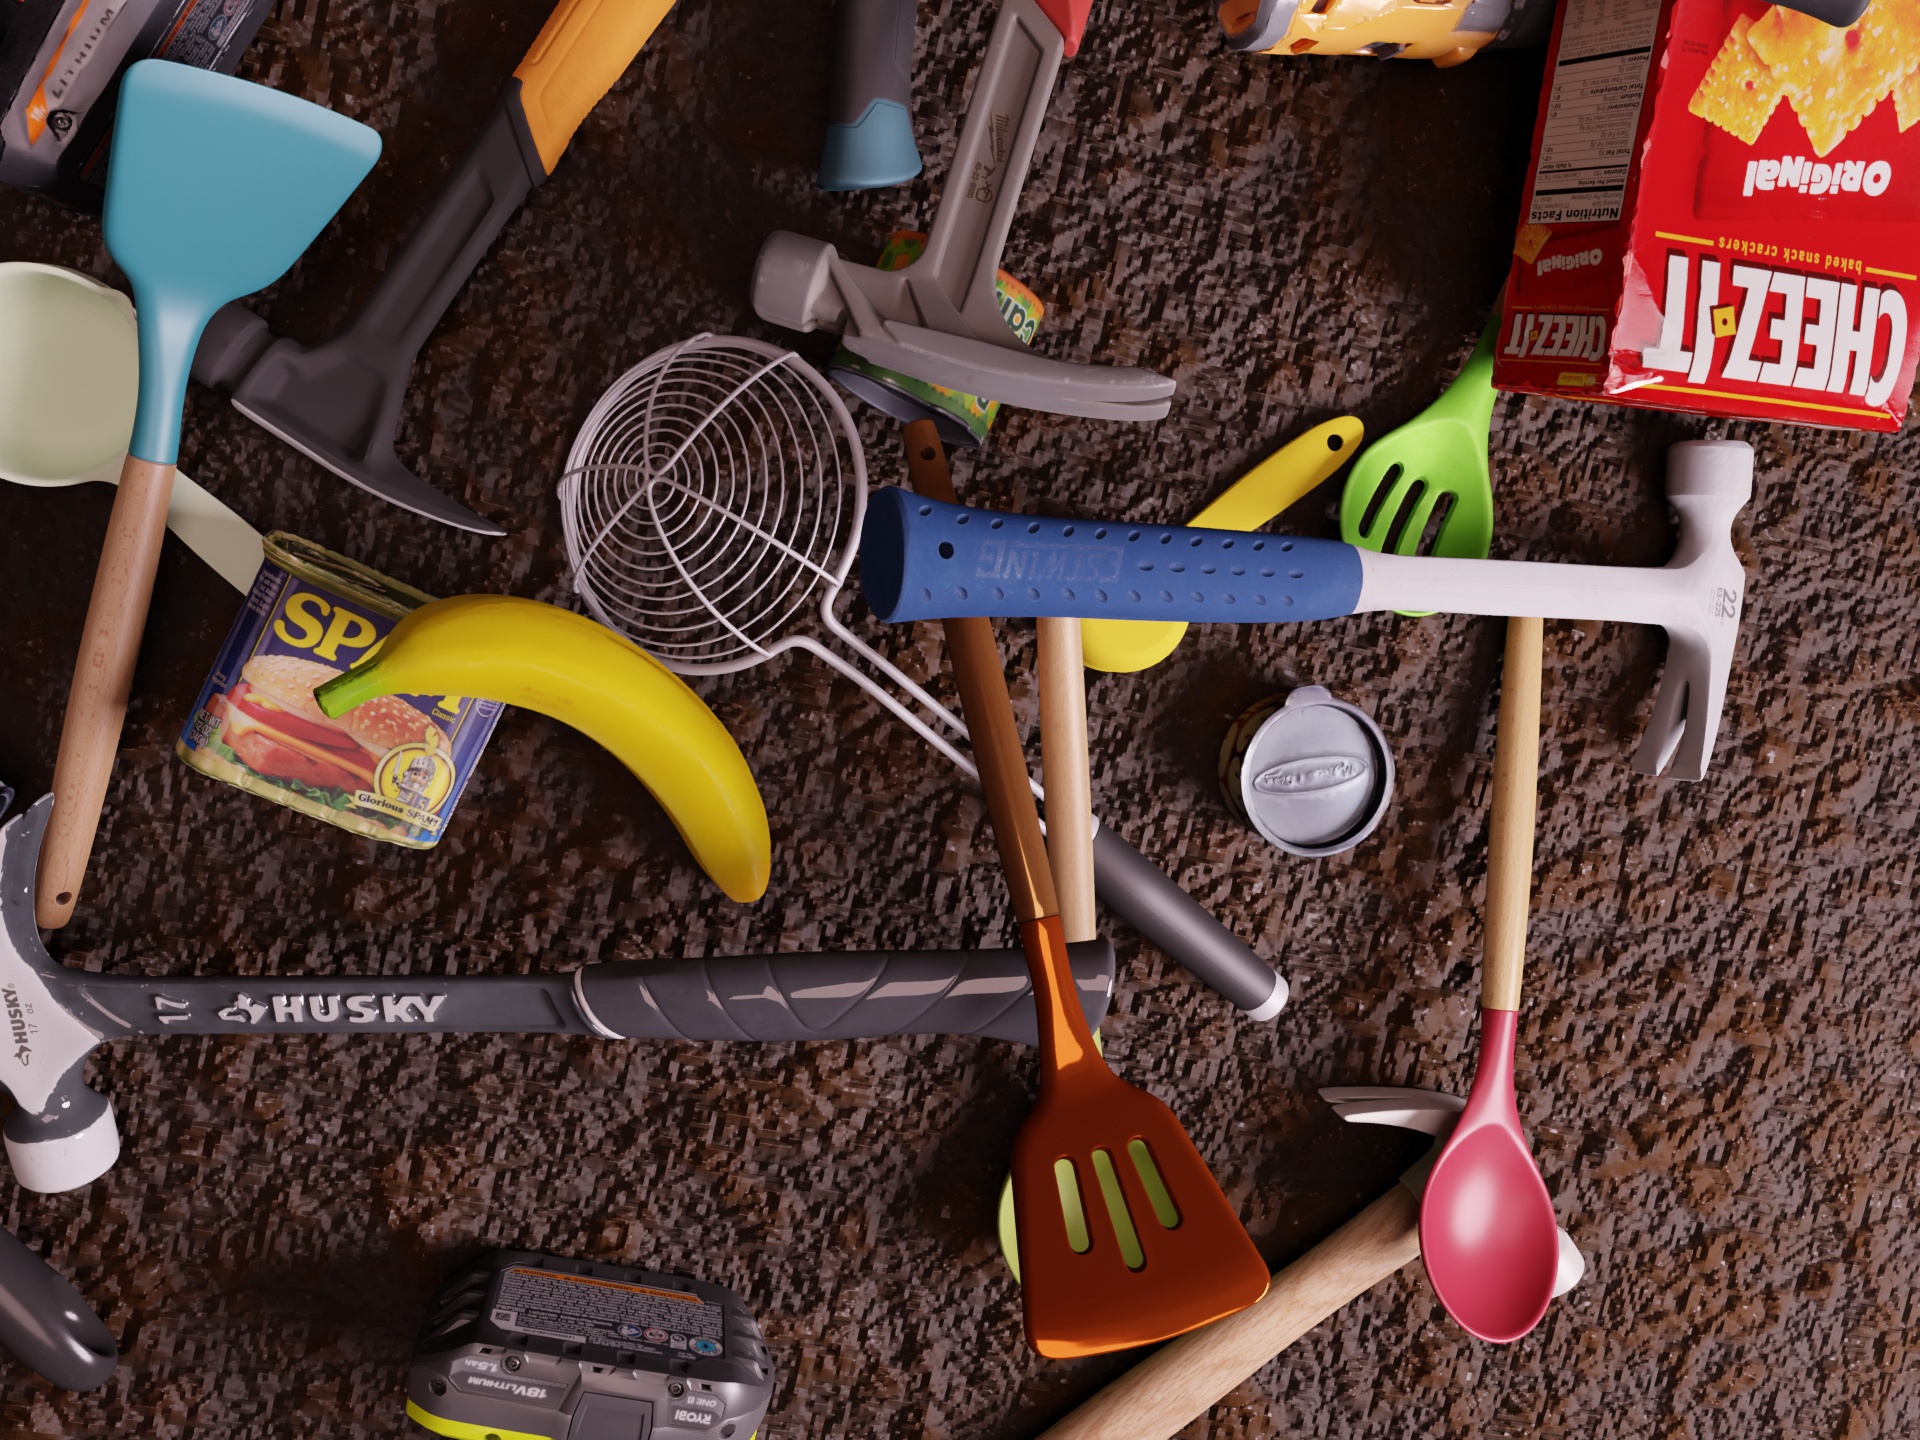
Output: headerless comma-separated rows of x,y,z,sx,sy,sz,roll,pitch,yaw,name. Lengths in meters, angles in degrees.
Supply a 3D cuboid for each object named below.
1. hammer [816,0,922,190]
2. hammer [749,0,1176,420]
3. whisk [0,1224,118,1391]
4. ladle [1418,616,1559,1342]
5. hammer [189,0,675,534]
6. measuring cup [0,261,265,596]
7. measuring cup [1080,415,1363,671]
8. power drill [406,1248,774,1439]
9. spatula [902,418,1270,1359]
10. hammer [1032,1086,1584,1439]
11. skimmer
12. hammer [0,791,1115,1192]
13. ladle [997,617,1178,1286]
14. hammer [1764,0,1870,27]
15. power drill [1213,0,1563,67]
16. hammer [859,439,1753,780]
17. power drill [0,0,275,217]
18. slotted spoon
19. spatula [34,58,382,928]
-0.021,-0.362,0.579,0.128,0.033,0.331,-5,104,-43,hammer
0.047,-0.287,0.573,0.149,0.036,0.359,16,81,4,hammer
-0.412,0.138,0.571,0.073,0.073,0.295,-37,106,-4,whisk
0.227,0.095,0.667,0.069,0.031,0.315,8,84,-21,ladle
-0.141,-0.233,0.589,0.127,0.034,0.337,33,90,-10,hammer
-0.296,-0.094,0.583,0.083,0.038,0.167,-43,117,-2,measuring cup
0.105,-0.077,0.647,0.156,0.029,0.062,-37,100,-2,measuring cup
-0.178,0.334,0.620,0.190,0.080,0.228,14,96,-11,power drill
0.023,0.043,0.545,0.081,0.041,0.323,-12,79,-7,spatula
0.104,0.274,0.682,0.331,0.031,0.130,-33,100,-4,hammer
-0.001,-0.002,0.637,0.363,0.090,0.127,40,103,-21,skimmer
-0.149,0.096,0.573,0.409,0.036,0.149,-1,111,0,hammer
0.045,0.089,0.604,0.078,0.062,0.320,-5,112,-2,ladle
0.137,-0.286,0.535,0.335,0.035,0.146,16,80,4,hammer
0.191,-0.370,0.609,0.185,0.084,0.226,-4,101,-15,power drill
0.153,-0.046,0.593,0.405,0.035,0.144,0,95,-28,hammer
-0.370,-0.267,0.527,0.226,0.084,0.164,33,92,-7,power drill
0.241,-0.187,0.661,0.070,0.031,0.314,27,89,-11,slotted spoon
-0.283,-0.063,0.552,0.082,0.044,0.317,1,114,-51,spatula
